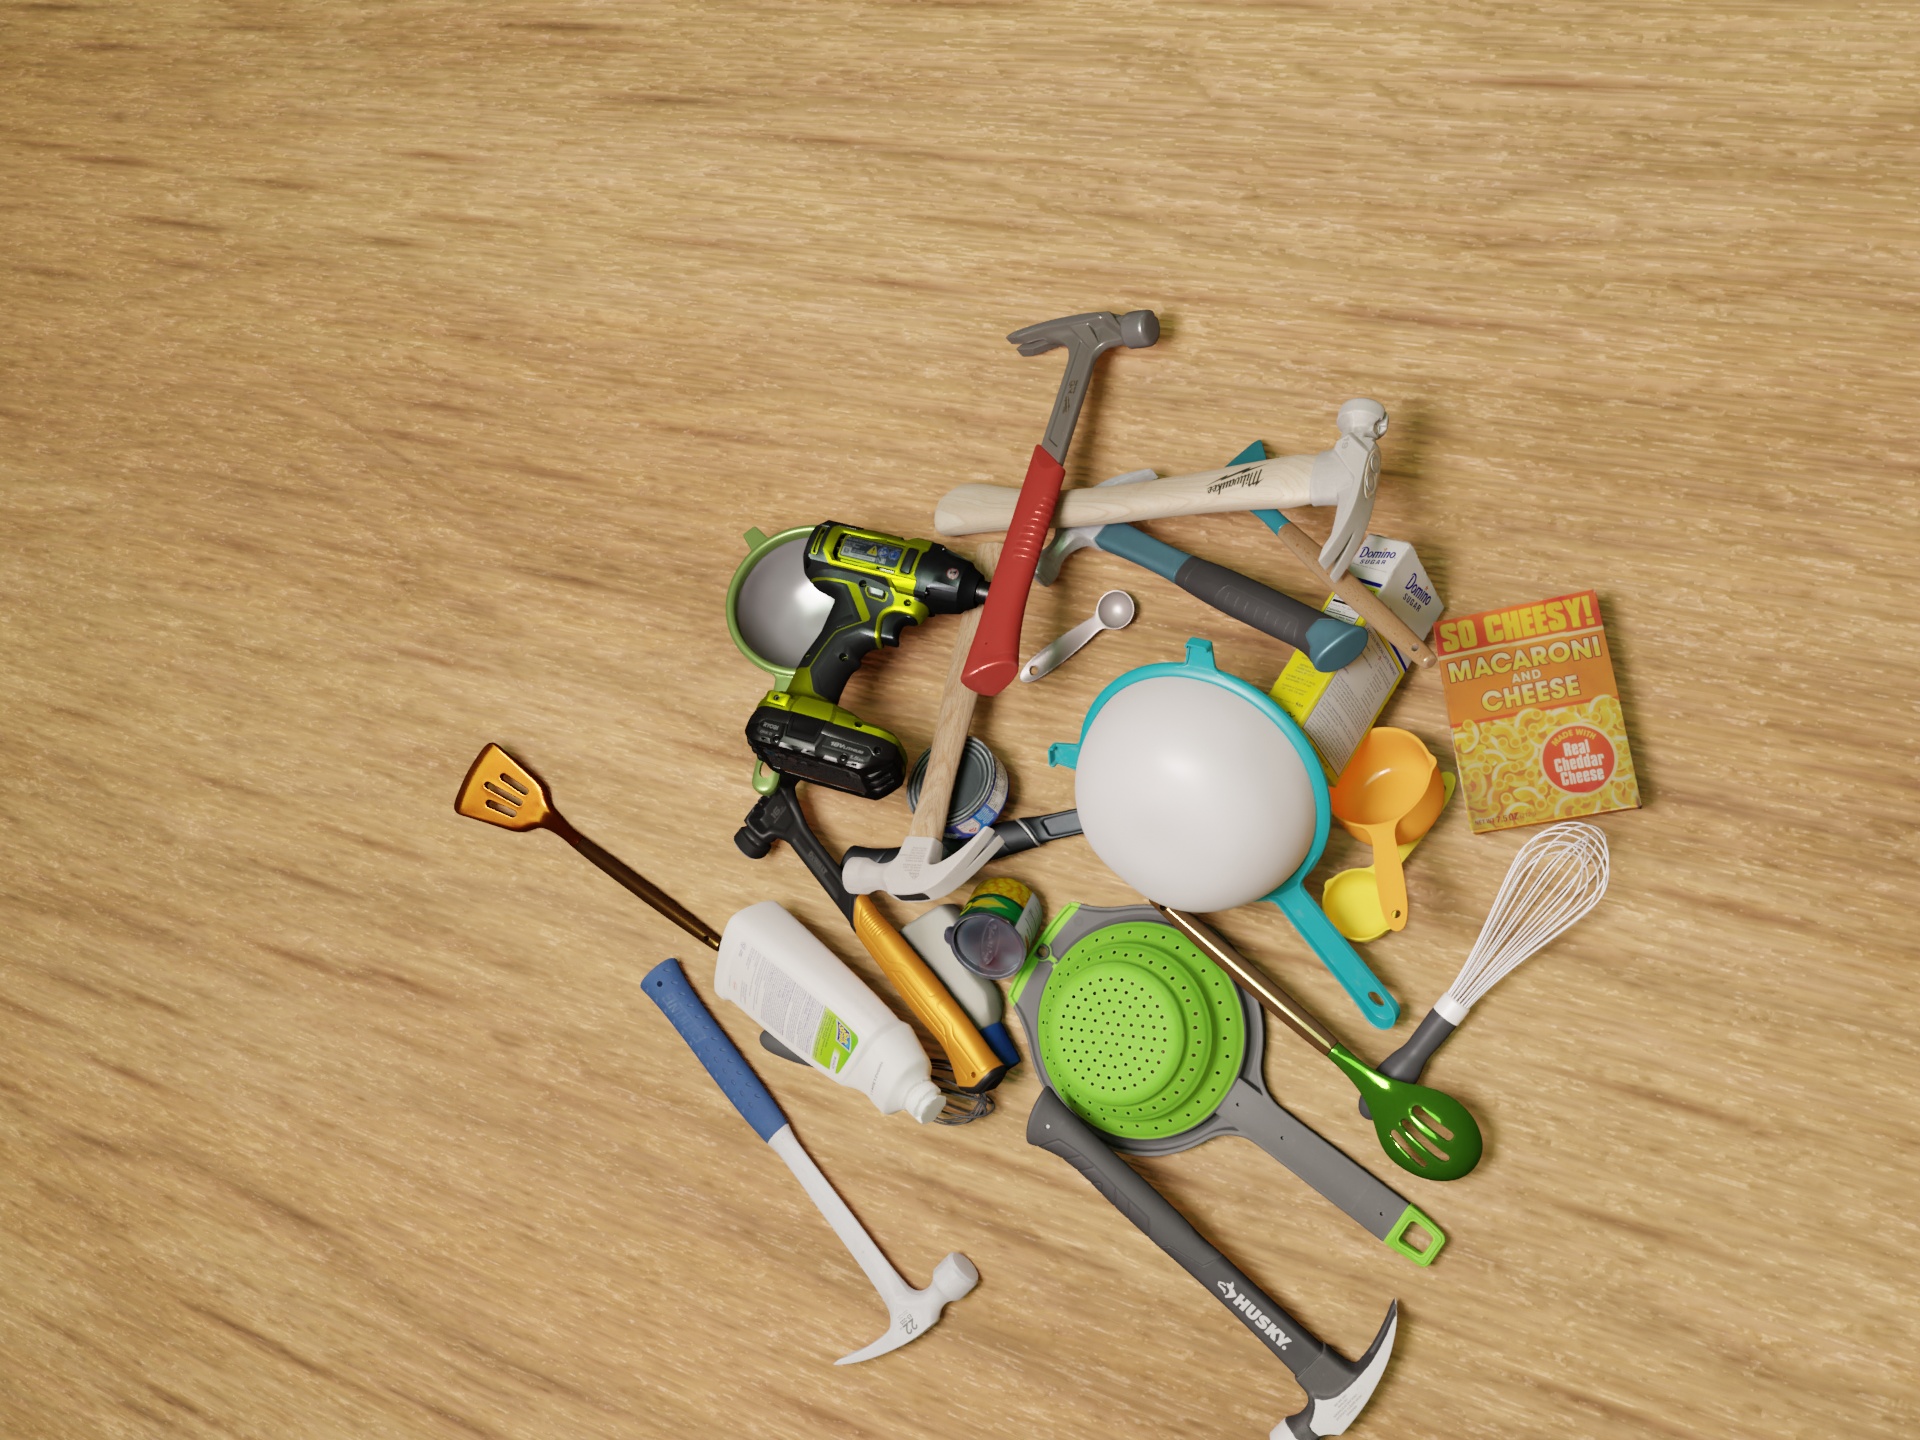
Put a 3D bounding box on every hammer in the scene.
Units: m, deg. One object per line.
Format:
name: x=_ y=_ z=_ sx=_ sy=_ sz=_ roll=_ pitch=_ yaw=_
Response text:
hammer: x=0.183 y=0.408 z=1.232 sx=0.335 sy=0.035 sz=0.146 roll=42 pitch=101 yaw=9
hammer: x=0.190 y=-0.114 z=1.273 sx=0.128 sy=0.033 sz=0.331 roll=-51 pitch=43 yaw=-4
hammer: x=-0.002 y=-0.004 z=1.356 sx=0.130 sy=0.031 sz=0.331 roll=1 pitch=65 yaw=31
hammer: x=0.079 y=0.096 z=1.359 sx=0.409 sy=0.036 sz=0.149 roll=-15 pitch=78 yaw=21
hammer: x=-0.161 y=0.381 z=1.416 sx=0.144 sy=0.035 sz=0.406 roll=-46 pitch=69 yaw=10
hammer: x=0.058 y=-0.188 z=1.330 sx=0.149 sy=0.036 sz=0.359 roll=0 pitch=64 yaw=39
hammer: x=-0.068 y=0.177 z=1.367 sx=0.337 sy=0.034 sz=0.127 roll=49 pitch=116 yaw=24
hammer: x=0.142 y=-0.172 z=1.303 sx=0.411 sy=0.038 sz=0.146 roll=0 pitch=62 yaw=39

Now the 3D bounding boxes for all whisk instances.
whisk: x=-0.078 y=0.306 z=1.387 sx=0.239 sy=0.055 sz=0.055 roll=10 pitch=86 yaw=28
whisk: x=0.393 y=0.194 z=1.206 sx=0.070 sy=0.070 sz=0.284 roll=40 pitch=103 yaw=22

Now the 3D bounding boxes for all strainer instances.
strainer: x=-0.143 y=-0.049 z=1.434 sx=0.151 sy=0.069 sz=0.256 roll=8 pitch=72 yaw=12
strainer: x=0.205 y=0.118 z=1.201 sx=0.340 sy=0.095 sz=0.211 roll=51 pitch=134 yaw=1

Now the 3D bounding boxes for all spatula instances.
spatula: x=0.272 y=-0.129 z=1.232 sx=0.082 sy=0.044 sz=0.318 roll=-42 pitch=44 yaw=9
spatula: x=-0.353 y=0.132 z=1.529 sx=0.323 sy=0.041 sz=0.081 roll=31 pitch=94 yaw=22

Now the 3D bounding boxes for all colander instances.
colander: x=0.197 y=0.293 z=1.247 sx=0.397 sy=0.094 sz=0.204 roll=35 pitch=96 yaw=23

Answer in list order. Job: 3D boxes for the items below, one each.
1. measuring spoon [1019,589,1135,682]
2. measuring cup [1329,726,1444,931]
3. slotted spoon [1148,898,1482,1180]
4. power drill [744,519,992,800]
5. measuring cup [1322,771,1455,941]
measuring spoon: x=0.102 y=-0.070 z=1.385 sx=0.124 sy=0.018 sz=0.034 roll=-36 pitch=71 yaw=21
measuring cup: x=0.330 y=0.090 z=1.214 sx=0.095 sy=0.052 sz=0.174 roll=-18 pitch=52 yaw=27
slotted spoon: x=0.265 y=0.237 z=1.227 sx=0.314 sy=0.031 sz=0.070 roll=41 pitch=111 yaw=21
power drill: x=-0.076 y=-0.055 z=1.348 sx=0.171 sy=0.080 sz=0.223 roll=15 pitch=69 yaw=15
measuring cup: x=0.344 y=0.107 z=1.256 sx=0.062 sy=0.029 sz=0.156 roll=34 pitch=84 yaw=25
